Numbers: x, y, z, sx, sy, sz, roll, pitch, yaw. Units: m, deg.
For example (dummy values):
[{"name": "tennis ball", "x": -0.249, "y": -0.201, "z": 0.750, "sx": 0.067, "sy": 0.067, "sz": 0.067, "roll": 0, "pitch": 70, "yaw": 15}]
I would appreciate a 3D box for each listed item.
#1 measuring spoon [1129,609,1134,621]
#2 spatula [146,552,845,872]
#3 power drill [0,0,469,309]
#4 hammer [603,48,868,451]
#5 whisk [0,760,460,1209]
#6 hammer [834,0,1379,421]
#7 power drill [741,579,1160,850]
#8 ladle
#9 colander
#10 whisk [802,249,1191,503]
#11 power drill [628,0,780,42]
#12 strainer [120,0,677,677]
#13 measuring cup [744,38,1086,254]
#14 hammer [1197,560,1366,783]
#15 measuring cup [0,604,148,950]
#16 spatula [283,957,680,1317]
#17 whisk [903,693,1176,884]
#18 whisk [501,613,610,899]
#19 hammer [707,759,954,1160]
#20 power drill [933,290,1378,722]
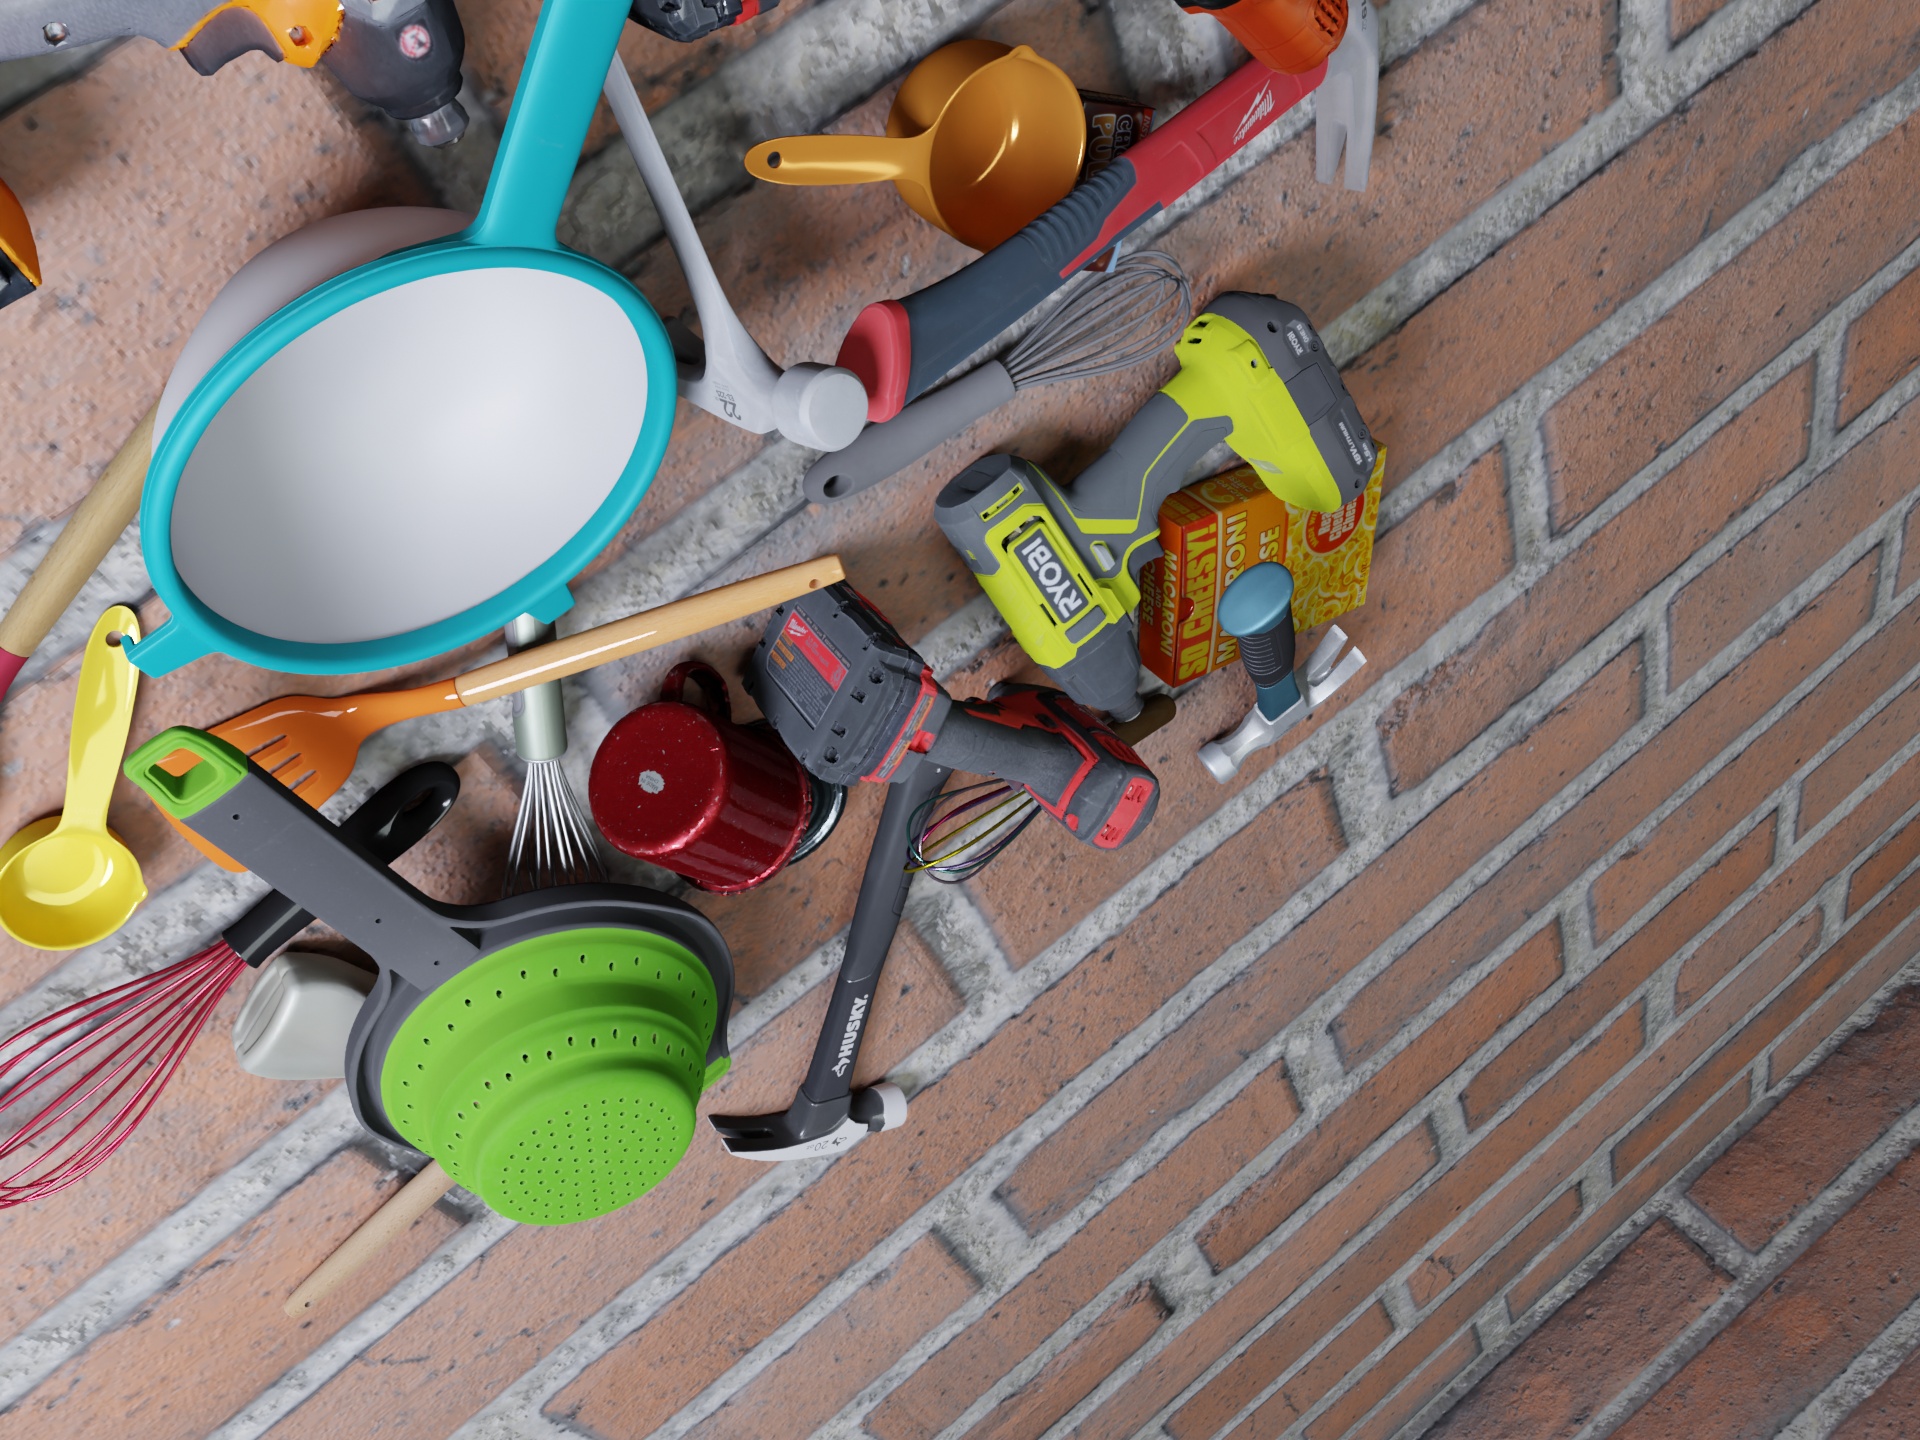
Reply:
[{"name": "measuring spoon", "x": 0.099, "y": -0.094, "z": 0.970, "sx": 0.034, "sy": 0.018, "sz": 0.124, "roll": -30, "pitch": 136, "yaw": -18}, {"name": "spatula", "x": -0.205, "y": -0.014, "z": 0.728, "sx": 0.322, "sy": 0.041, "sz": 0.080, "roll": -18, "pitch": 135, "yaw": 2}, {"name": "power drill", "x": -0.277, "y": -0.223, "z": 0.524, "sx": 0.226, "sy": 0.084, "sz": 0.164, "roll": -39, "pitch": 138, "yaw": -14}, {"name": "hammer", "x": -0.150, "y": -0.282, "z": 0.569, "sx": 0.035, "sy": 0.144, "sz": 0.405, "roll": -40, "pitch": 130, "yaw": -24}, {"name": "whisk", "x": -0.354, "y": 0.121, "z": 0.746, "sx": 0.296, "sy": 0.073, "sz": 0.073, "roll": -42, "pitch": 138, "yaw": -14}, {"name": "hammer", "x": 0.086, "y": -0.241, "z": 0.759, "sx": 0.386, "sy": 0.038, "sz": 0.143, "roll": -43, "pitch": 142, "yaw": -27}, {"name": "power drill", "x": -0.001, "y": -0.003, "z": 0.879, "sx": 0.219, "sy": 0.143, "sz": 0.078, "roll": 20, "pitch": 108, "yaw": -39}, {"name": "ladle", "x": -0.360, "y": -0.050, "z": 0.630, "sx": 0.315, "sy": 0.031, "sz": 0.069, "roll": -52, "pitch": 138, "yaw": 4}, {"name": "colander", "x": -0.231, "y": 0.142, "z": 0.752, "sx": 0.204, "sy": 0.095, "sz": 0.396, "roll": -35, "pitch": 137, "yaw": 0}, {"name": "whisk", "x": 0.021, "y": -0.175, "z": 0.829, "sx": 0.239, "sy": 0.055, "sz": 0.055, "roll": -31, "pitch": 136, "yaw": -10}, {"name": "power drill", "x": -0.045, "y": -0.375, "z": 0.597, "sx": 0.226, "sy": 0.080, "sz": 0.187, "roll": -31, "pitch": 136, "yaw": -21}, {"name": "strainer", "x": -0.195, "y": -0.166, "z": 0.584, "sx": 0.211, "sy": 0.095, "sz": 0.340, "roll": -14, "pitch": 146, "yaw": -46}, {"name": "measuring cup", "x": -0.027, "y": -0.261, "z": 0.717, "sx": 0.173, "sy": 0.052, "sz": 0.095, "roll": -13, "pitch": 129, "yaw": -29}, {"name": "hammer", "x": 0.190, "y": -0.033, "z": 0.975, "sx": 0.128, "sy": 0.033, "sz": 0.330, "roll": -39, "pitch": 163, "yaw": 4}, {"name": "measuring cup", "x": -0.375, "y": 0.022, "z": 0.681, "sx": 0.062, "sy": 0.029, "sz": 0.156, "roll": 7, "pitch": 105, "yaw": -41}, {"name": "spatula", "x": -0.274, "y": 0.230, "z": 0.919, "sx": 0.317, "sy": 0.044, "sz": 0.082, "roll": -42, "pitch": 139, "yaw": 2}, {"name": "whisk", "x": 0.053, "y": 0.037, "z": 0.995, "sx": 0.245, "sy": 0.051, "sz": 0.047, "roll": -30, "pitch": 159, "yaw": -38}, {"name": "whisk", "x": -0.209, "y": 0.021, "z": 0.793, "sx": 0.059, "sy": 0.058, "sz": 0.246, "roll": -11, "pitch": 123, "yaw": -22}, {"name": "hammer", "x": -0.065, "y": 0.148, "z": 1.014, "sx": 0.146, "sy": 0.035, "sz": 0.334, "roll": -6, "pitch": 124, "yaw": -37}, {"name": "power drill", "x": 0.116, "y": -0.119, "z": 0.895, "sx": 0.223, "sy": 0.080, "sz": 0.171, "roll": -40, "pitch": 115, "yaw": -7}]
